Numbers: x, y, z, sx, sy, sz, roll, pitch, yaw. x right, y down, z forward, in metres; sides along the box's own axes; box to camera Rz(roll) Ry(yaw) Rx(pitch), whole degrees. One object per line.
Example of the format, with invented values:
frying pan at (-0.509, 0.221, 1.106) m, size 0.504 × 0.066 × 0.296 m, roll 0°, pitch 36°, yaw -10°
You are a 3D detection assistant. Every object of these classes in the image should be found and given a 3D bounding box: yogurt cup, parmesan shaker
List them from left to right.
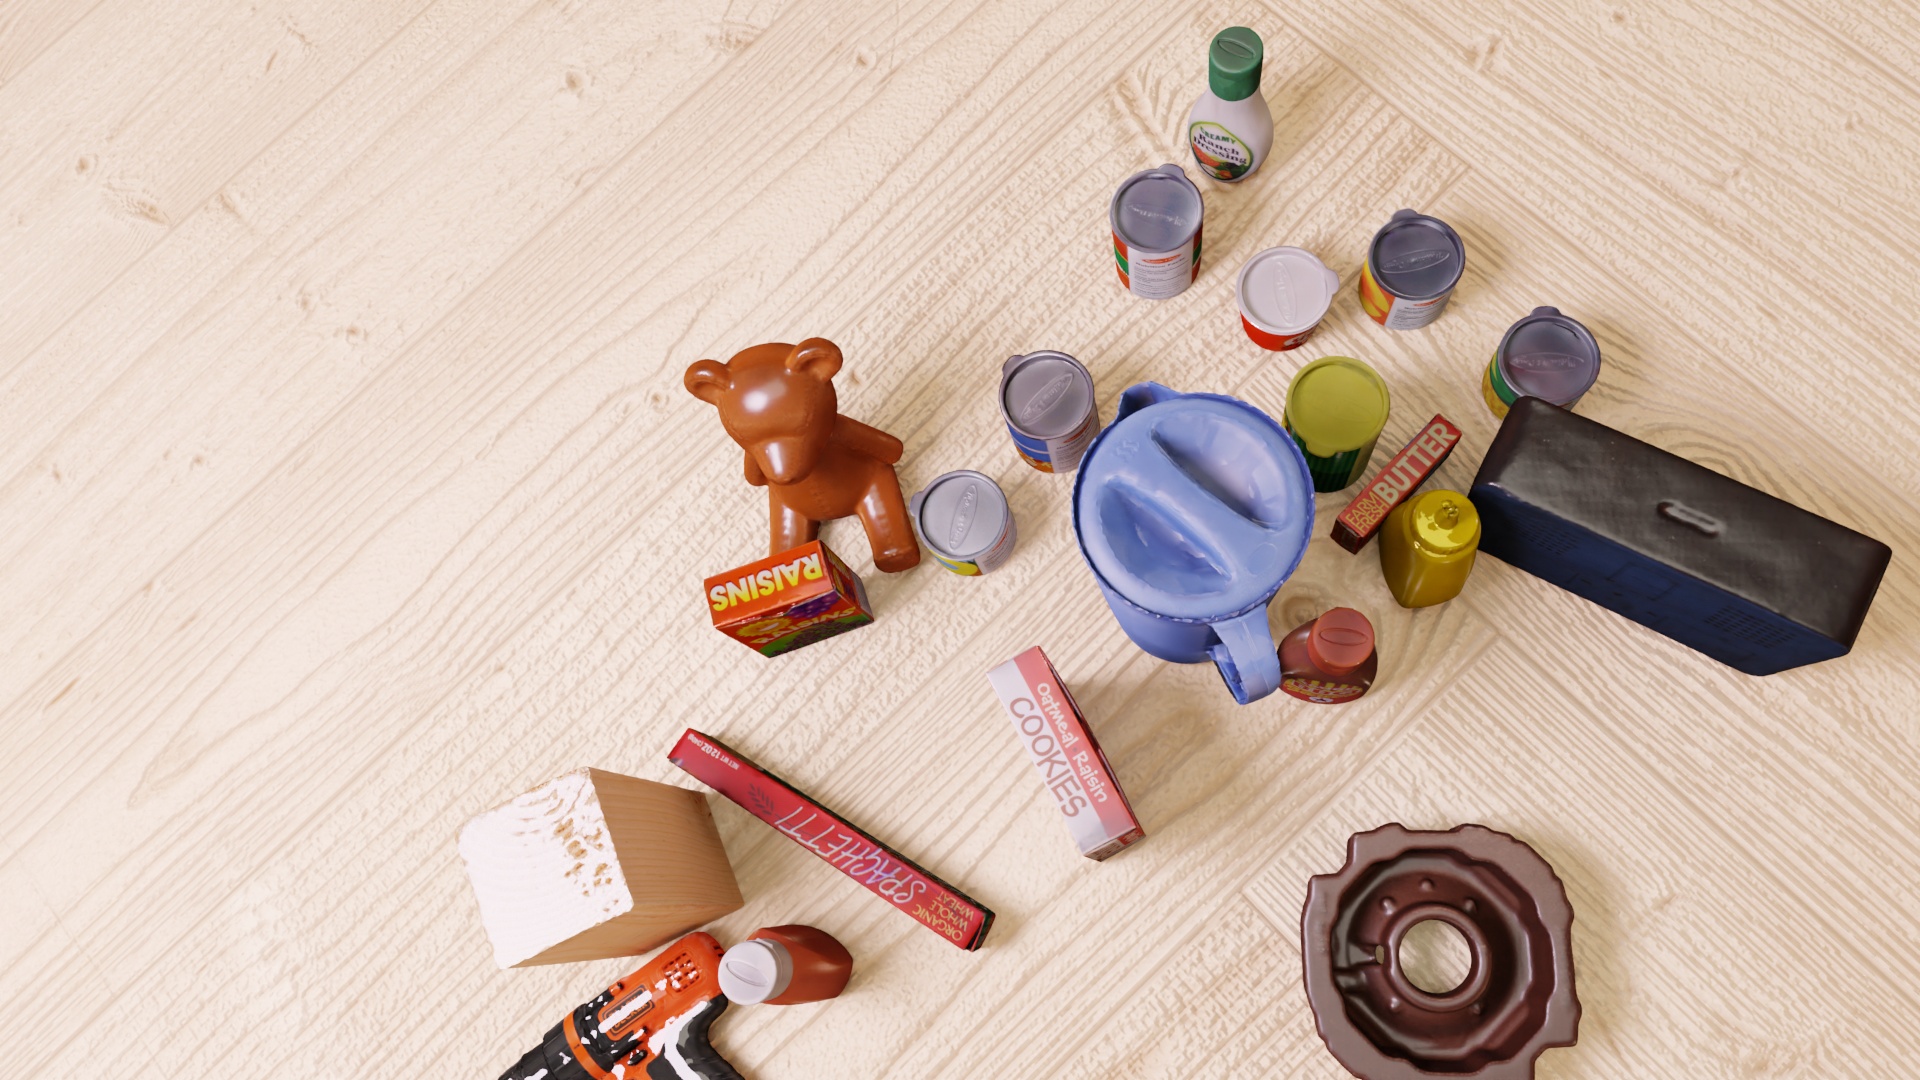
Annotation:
yogurt cup at (0.232, -0.171, 1.004) m, size 0.072 × 0.054 × 0.072 m, roll -2°, pitch 75°, yaw 8°
parmesan shaker at (0.251, -0.074, 0.950) m, size 0.071 × 0.103 × 0.071 m, roll -2°, pitch 75°, yaw 8°

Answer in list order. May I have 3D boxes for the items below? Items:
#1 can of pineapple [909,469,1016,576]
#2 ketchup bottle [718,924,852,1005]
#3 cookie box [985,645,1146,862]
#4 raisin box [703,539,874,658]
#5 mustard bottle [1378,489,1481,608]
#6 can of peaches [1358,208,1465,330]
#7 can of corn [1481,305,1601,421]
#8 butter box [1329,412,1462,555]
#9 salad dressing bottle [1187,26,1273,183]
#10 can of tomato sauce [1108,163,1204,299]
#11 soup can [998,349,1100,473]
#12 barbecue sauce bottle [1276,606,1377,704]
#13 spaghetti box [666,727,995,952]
can of pineapple at (0.004, -0.012, 0.995) m, size 0.071 × 0.057 × 0.071 m, roll -2°, pitch 75°, yaw 8°
ketchup bottle at (-0.115, 0.272, 0.889) m, size 0.065 × 0.148 × 0.043 m, roll 20°, pitch 80°, yaw 13°
cookie box at (0.071, 0.140, 0.886) m, size 0.040 × 0.167 × 0.123 m, roll -29°, pitch 73°, yaw 1°
raisin box at (-0.117, 0.043, 0.964) m, size 0.086 × 0.123 × 0.040 m, roll -18°, pitch 74°, yaw 4°
mustard bottle at (0.304, 0.001, 0.892) m, size 0.049 × 0.160 × 0.065 m, roll -14°, pitch 74°, yaw 5°
can of peaches at (0.321, -0.193, 0.994) m, size 0.071 × 0.058 × 0.071 m, roll -2°, pitch 75°, yaw 8°
can of corn at (0.400, -0.118, 0.962) m, size 0.071 × 0.058 × 0.071 m, roll -2°, pitch 75°, yaw 8°
butter box at (0.300, -0.038, 0.958) m, size 0.103 × 0.053 × 0.024 m, roll -45°, pitch 74°, yaw -5°
salad dressing bottle at (0.195, -0.312, 0.998) m, size 0.064 × 0.147 × 0.044 m, roll 30°, pitch 82°, yaw 15°
can of tomato sauce at (0.144, -0.224, 1.016) m, size 0.071 × 0.083 × 0.071 m, roll -2°, pitch 75°, yaw 8°
soup can at (0.063, -0.092, 0.993) m, size 0.071 × 0.083 × 0.071 m, roll -2°, pitch 75°, yaw 8°
barbecue sauce bottle at (0.237, 0.074, 0.888) m, size 0.065 × 0.148 × 0.044 m, roll 6°, pitch 77°, yaw 10°
spaghetti box at (-0.089, 0.204, 0.955) m, size 0.250 × 0.050 × 0.029 m, roll 29°, pitch 82°, yaw 15°
